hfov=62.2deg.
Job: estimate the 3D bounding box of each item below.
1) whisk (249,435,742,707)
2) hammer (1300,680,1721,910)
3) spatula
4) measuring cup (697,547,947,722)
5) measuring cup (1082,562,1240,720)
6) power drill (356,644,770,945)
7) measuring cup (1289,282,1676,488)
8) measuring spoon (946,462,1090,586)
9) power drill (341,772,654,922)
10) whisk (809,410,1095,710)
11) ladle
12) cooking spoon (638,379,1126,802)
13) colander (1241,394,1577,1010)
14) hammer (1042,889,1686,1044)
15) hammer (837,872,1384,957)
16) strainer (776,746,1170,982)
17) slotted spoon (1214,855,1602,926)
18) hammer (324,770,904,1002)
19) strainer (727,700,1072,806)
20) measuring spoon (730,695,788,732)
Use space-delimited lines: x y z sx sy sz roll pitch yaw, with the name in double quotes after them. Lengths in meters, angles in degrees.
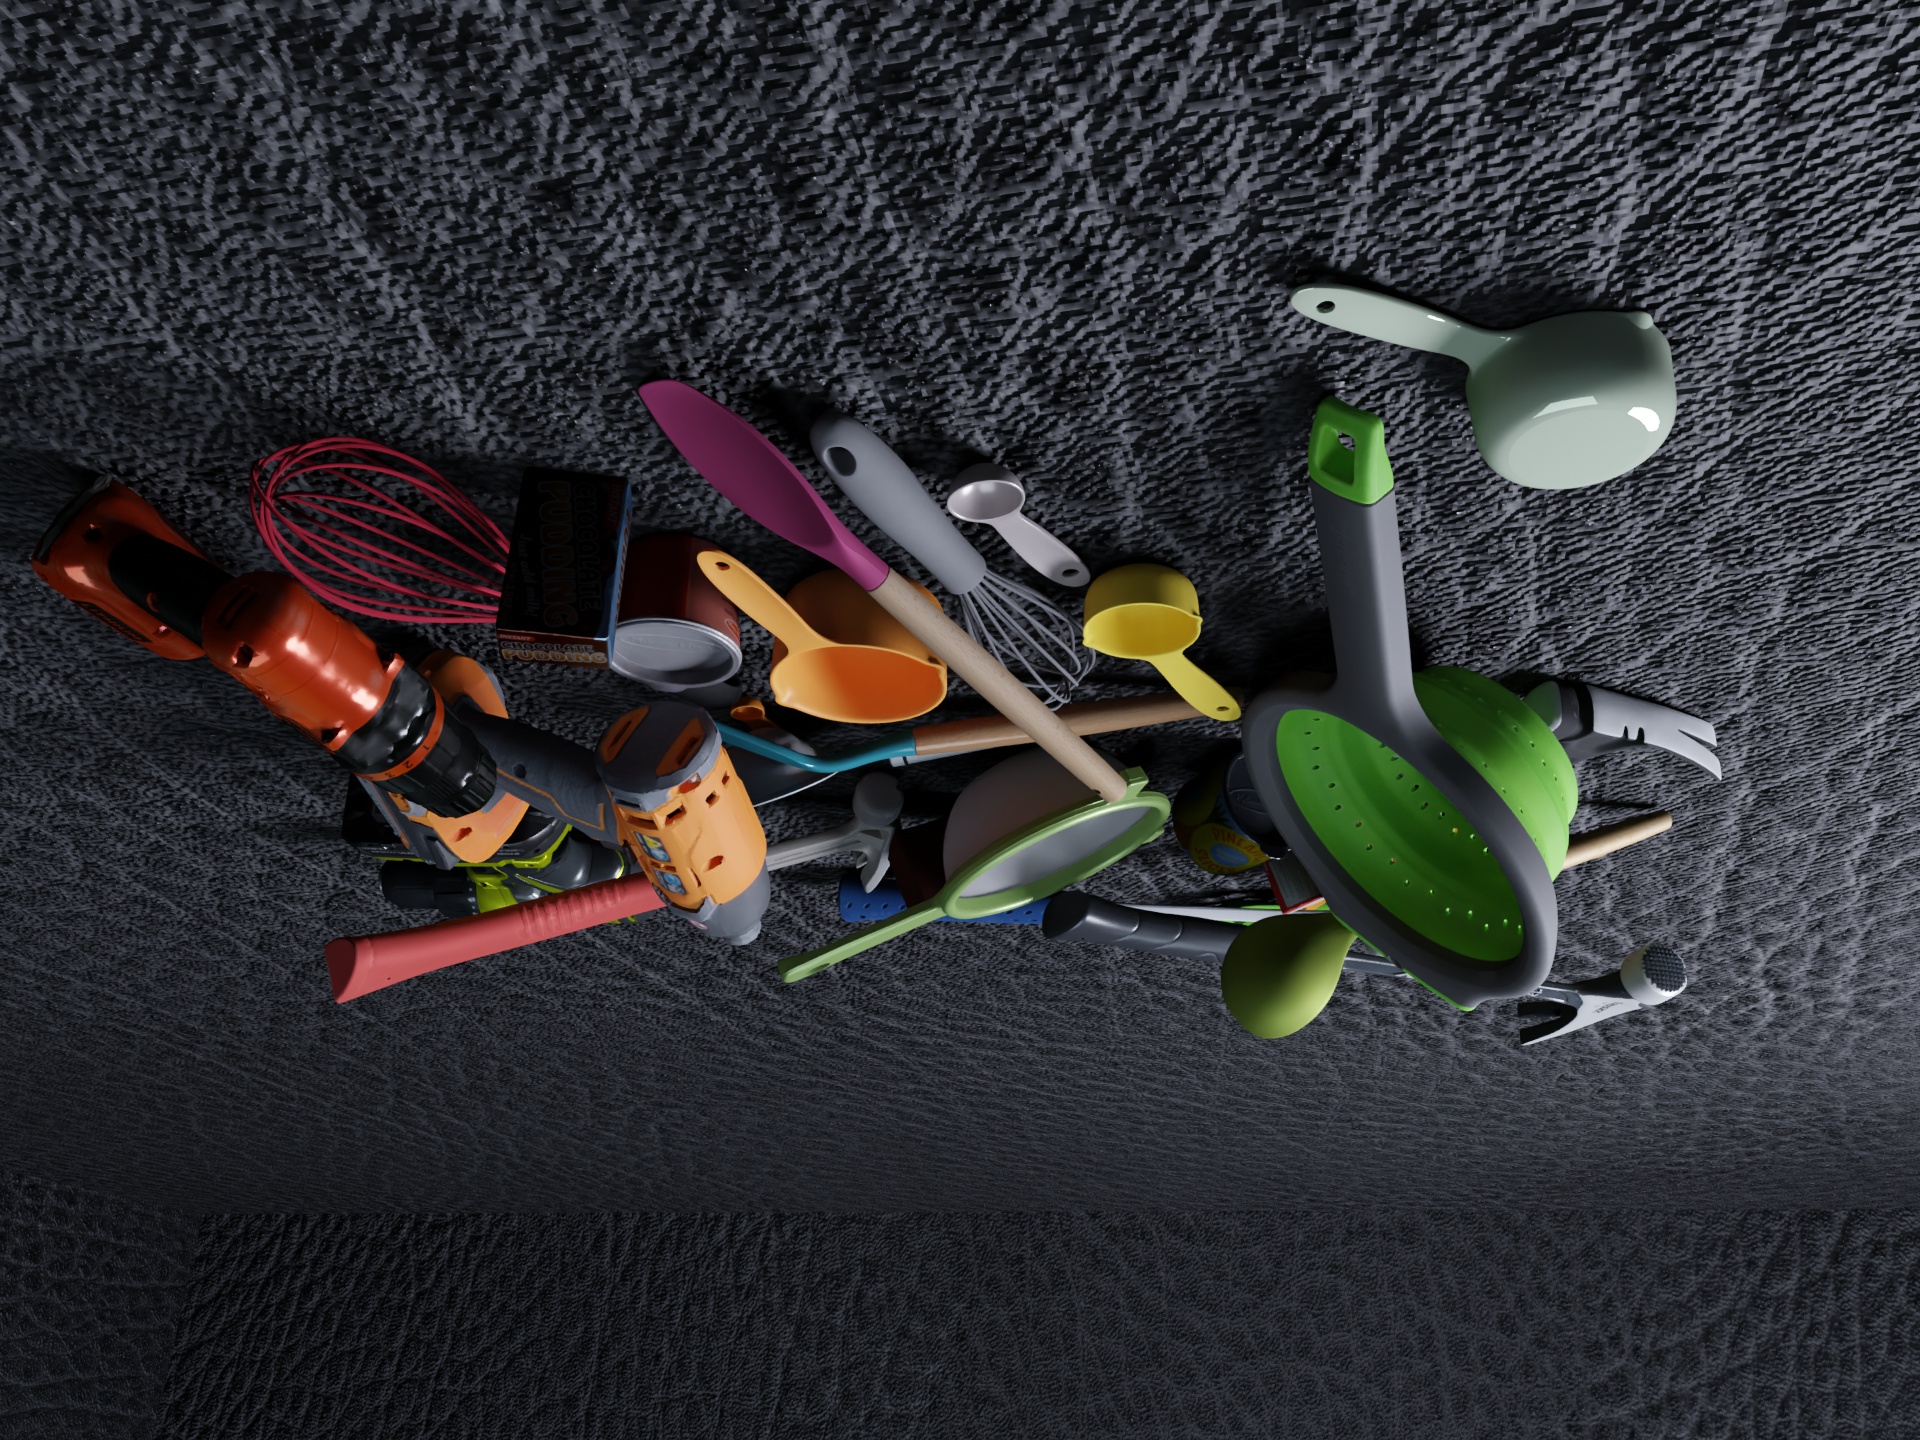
-0.206 -0.058 0.763 0.073 0.073 0.295 -14 155 31 "whisk"
0.311 0.064 1.010 0.127 0.034 0.336 13 153 -20 "hammer"
-0.001 -0.003 0.866 0.317 0.044 0.082 -7 173 -6 "spatula"
-0.069 -0.057 0.761 0.095 0.052 0.173 -11 150 26 "measuring cup"
0.112 -0.038 0.818 0.062 0.029 0.156 -12 154 26 "measuring cup"
-0.206 0.047 0.849 0.226 0.084 0.164 12 142 24 "power drill"
0.196 -0.128 0.601 0.167 0.038 0.083 10 154 -22 "measuring cup"
0.031 -0.090 0.732 0.034 0.018 0.124 -16 157 23 "measuring spoon"
-0.314 0.081 1.045 0.190 0.080 0.228 0 158 2 "power drill"
-0.002 -0.069 0.741 0.055 0.055 0.238 -12 147 27 "whisk"
0.306 0.117 0.982 0.320 0.062 0.078 -16 -157 -15 "ladle"
-0.021 -0.050 0.724 0.318 0.017 0.069 41 159 -33 "cooking spoon"
0.231 -0.014 0.780 0.094 0.205 0.396 -38 137 -16 "colander"
0.254 0.159 1.051 0.409 0.036 0.149 10 153 -10 "hammer"
0.108 0.130 1.120 0.405 0.035 0.143 0 153 16 "hammer"
-0.002 0.079 0.963 0.256 0.069 0.151 -25 161 4 "strainer"
0.307 0.124 1.150 0.314 0.031 0.070 -18 149 33 "slotted spoon"
-0.211 0.114 1.010 0.359 0.037 0.149 -14 157 -18 "hammer"
-0.044 0.016 0.911 0.258 0.050 0.087 -11 -170 4 "strainer"
-0.107 0.009 0.955 0.021 0.011 0.116 -12 156 15 "measuring spoon"
